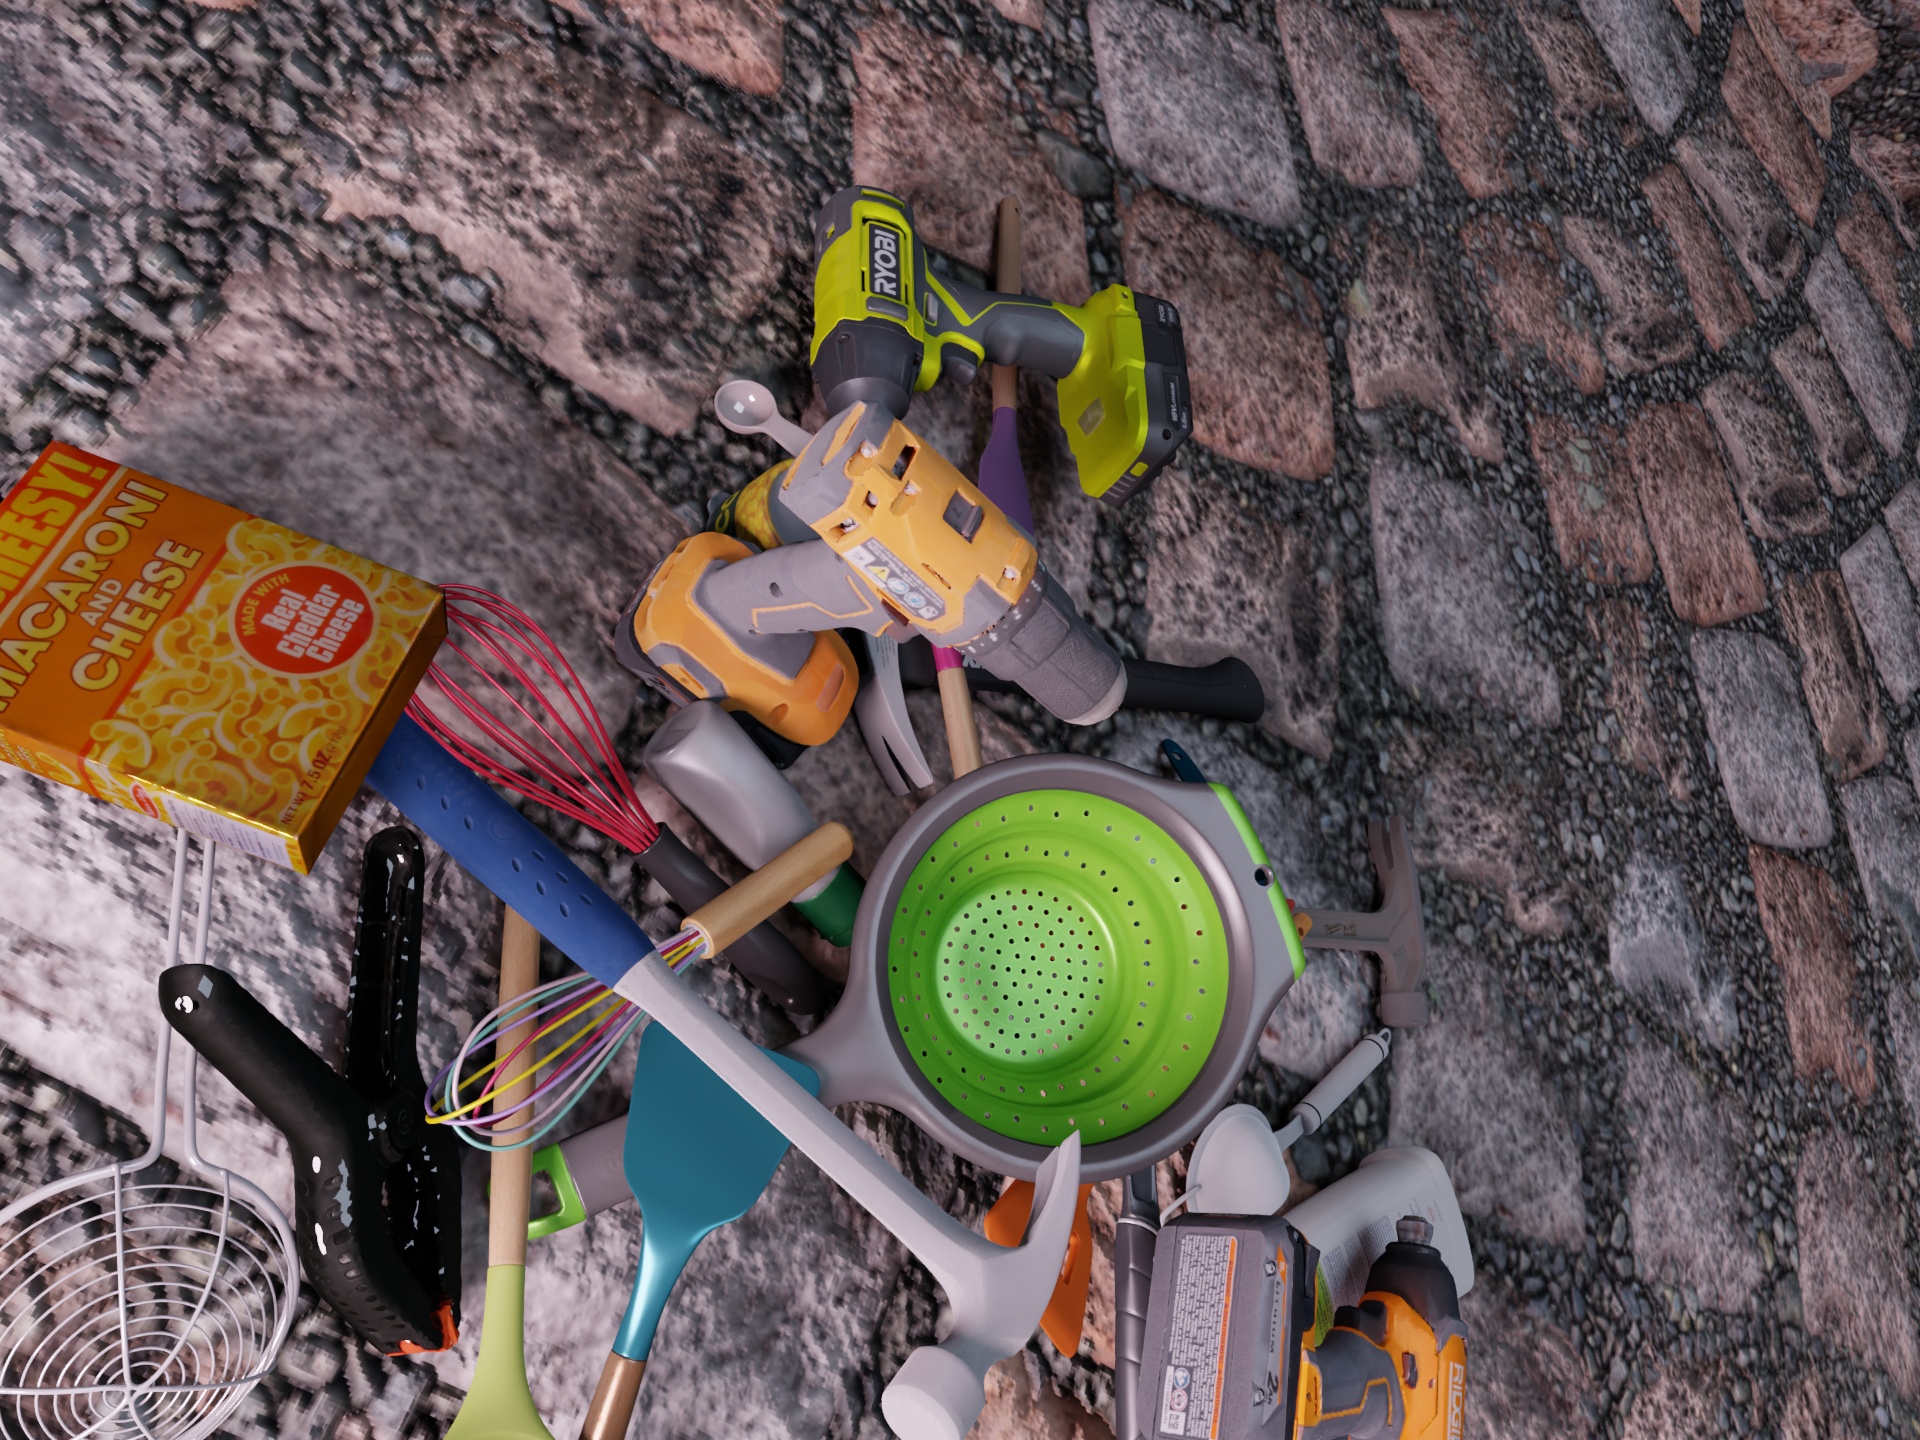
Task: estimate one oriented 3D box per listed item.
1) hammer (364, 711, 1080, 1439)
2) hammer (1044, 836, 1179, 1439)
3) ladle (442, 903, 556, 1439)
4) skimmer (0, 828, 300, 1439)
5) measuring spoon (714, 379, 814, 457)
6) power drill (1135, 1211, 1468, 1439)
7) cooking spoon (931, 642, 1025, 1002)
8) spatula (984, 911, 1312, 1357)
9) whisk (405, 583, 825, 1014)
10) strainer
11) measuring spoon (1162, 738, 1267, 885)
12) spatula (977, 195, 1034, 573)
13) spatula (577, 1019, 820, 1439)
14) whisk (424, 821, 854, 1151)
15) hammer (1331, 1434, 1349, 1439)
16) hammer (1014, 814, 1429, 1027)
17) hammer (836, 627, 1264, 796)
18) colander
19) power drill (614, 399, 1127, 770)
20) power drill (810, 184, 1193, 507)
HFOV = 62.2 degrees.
[{"bbox_3d":[-0.122,0.107,0.656,0.405,0.035,0.144,40,42,7],"label":"hammer"},{"bbox_3d":[0.095,0.258,0.863,0.149,0.036,0.409,13,68,-36],"label":"hammer"},{"bbox_3d":[-0.183,0.197,0.660,0.078,0.062,0.320,13,56,-31],"label":"ladle"},{"bbox_3d":[-0.317,0.101,0.627,0.127,0.090,0.364,17,55,-40],"label":"skimmer"},{"bbox_3d":[-0.085,-0.146,0.884,0.124,0.018,0.034,37,58,5],"label":"measuring spoon"},{"bbox_3d":[0.198,0.332,0.855,0.226,0.084,0.164,31,59,-36],"label":"power drill"},{"bbox_3d":[-0.001,-0.003,0.882,0.068,0.017,0.319,2,72,-45],"label":"cooking spoon"},{"bbox_3d":[0.115,0.195,0.850,0.322,0.041,0.081,-38,100,-40],"label":"spatula"},{"bbox_3d":[-0.162,0.044,0.757,0.295,0.073,0.073,49,51,-23],"label":"whisk"},{"bbox_3d":[0.216,0.256,1.010,0.258,0.050,0.087,-26,108,-45],"label":"strainer"},{"bbox_3d":[0.154,0.062,1.011,0.042,0.021,0.129,9,38,-34],"label":"measuring spoon"},{"bbox_3d":[0.030,-0.214,1.009,0.059,0.018,0.316,33,49,-45],"label":"spatula"},{"bbox_3d":[-0.144,0.289,0.665,0.082,0.044,0.317,19,80,-6],"label":"spatula"},{"bbox_3d":[-0.130,0.109,0.704,0.051,0.047,0.245,44,46,13],"label":"whisk"},{"bbox_3d":[0.117,0.505,0.842,0.386,0.038,0.143,-28,95,-42],"label":"hammer"},{"bbox_3d":[0.181,0.121,1.027,0.358,0.037,0.149,9,69,-38],"label":"hammer"},{"bbox_3d":[0.070,-0.022,0.986,0.334,0.035,0.146,5,71,-39],"label":"hammer"},{"bbox_3d":[-0.031,0.152,0.777,0.397,0.094,0.204,-21,83,-15],"label":"colander"},{"bbox_3d":[-0.044,-0.043,0.769,0.185,0.226,0.084,40,54,-23],"label":"power drill"},{"bbox_3d":[0.021,-0.210,0.939,0.223,0.080,0.171,11,59,-24],"label":"power drill"}]
